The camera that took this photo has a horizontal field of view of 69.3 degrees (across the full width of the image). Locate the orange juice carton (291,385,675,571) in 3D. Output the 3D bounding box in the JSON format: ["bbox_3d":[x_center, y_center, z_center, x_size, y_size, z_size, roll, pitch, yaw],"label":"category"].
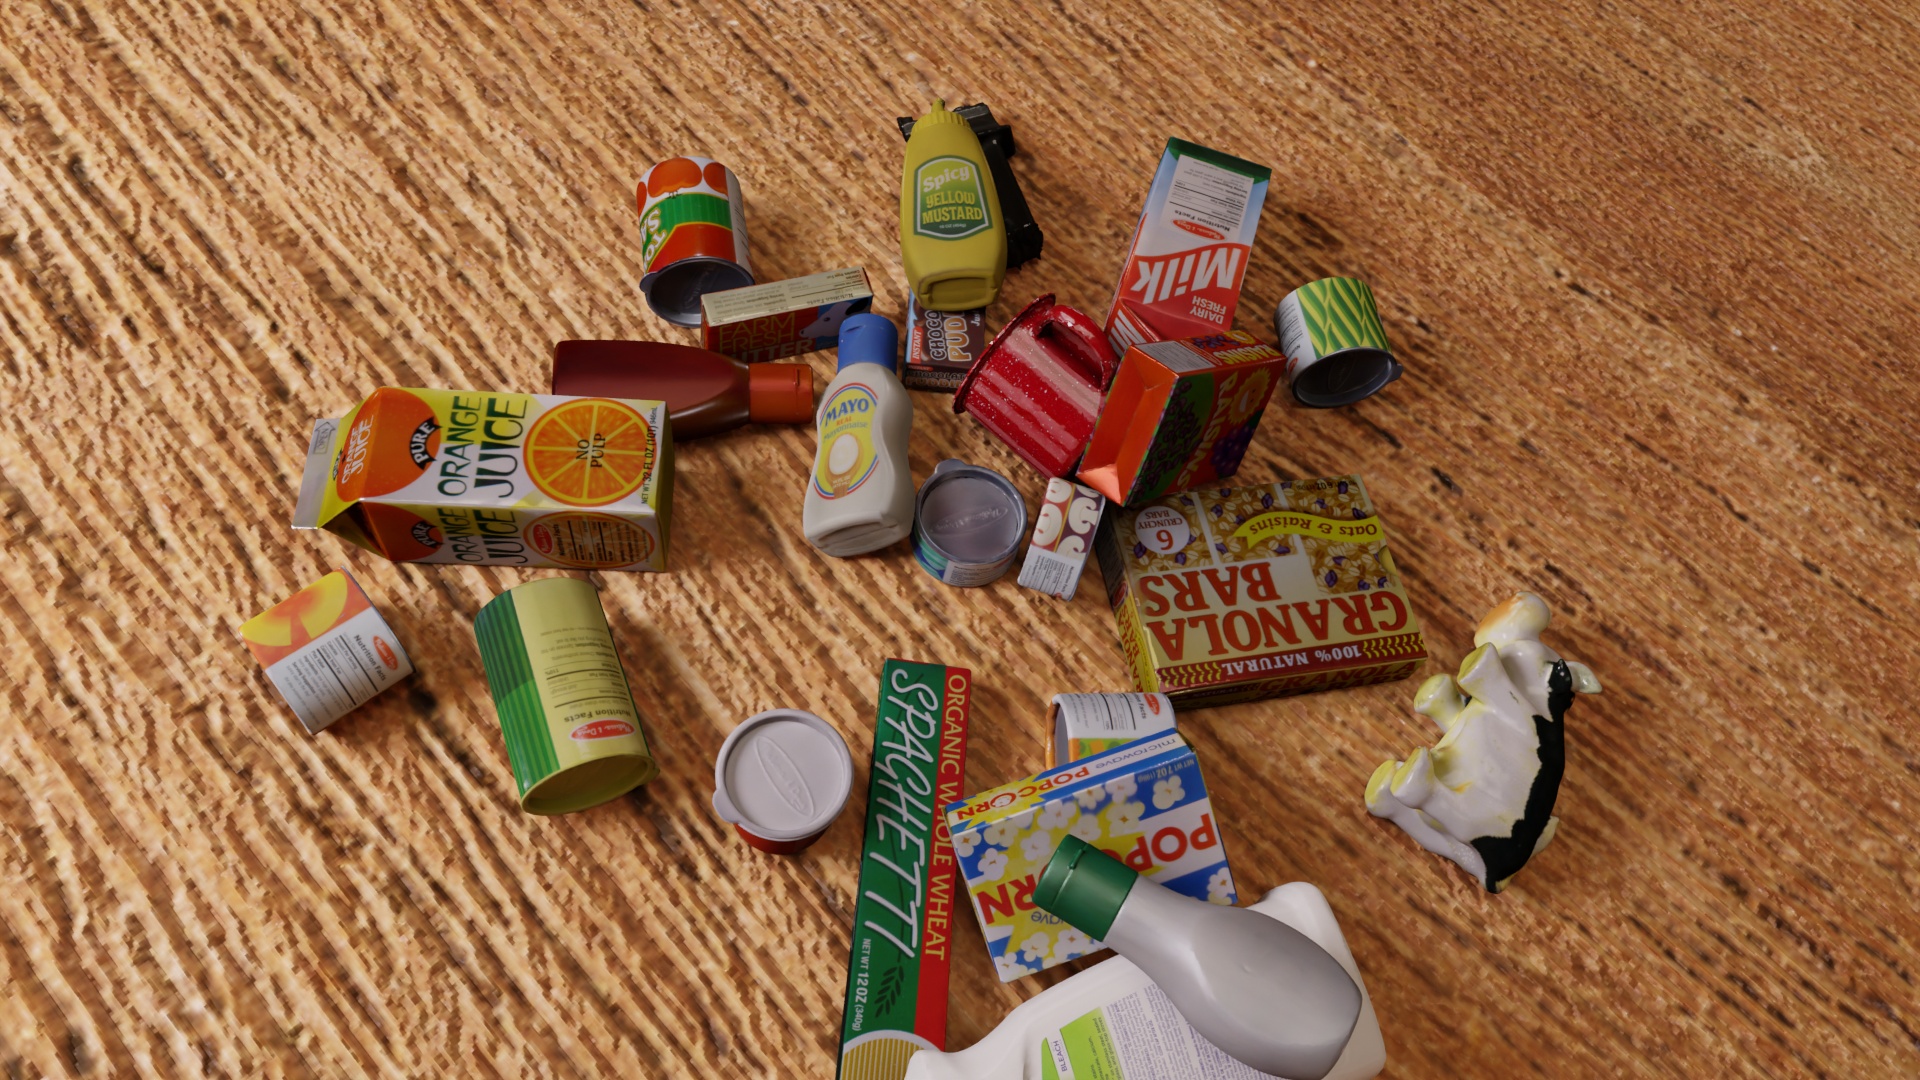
[{"bbox_3d":[-0.256,-0.033,0.755,0.193,0.072,0.072,2,61,-7],"label":"orange juice carton"}]

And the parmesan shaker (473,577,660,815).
[{"bbox_3d":[-0.201,0.079,0.708,0.071,0.071,0.103,-17,65,-17],"label":"parmesan shaker"}]

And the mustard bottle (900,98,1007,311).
[{"bbox_3d":[-0.009,-0.220,0.874,0.065,0.048,0.161,-6,64,-3],"label":"mustard bottle"}]

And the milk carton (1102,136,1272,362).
[{"bbox_3d":[0.139,-0.161,0.892,0.073,0.072,0.191,19,59,1],"label":"milk carton"}]

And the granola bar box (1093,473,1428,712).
[{"bbox_3d":[0.173,0.029,0.810,0.166,0.039,0.124,-7,63,-12],"label":"granola bar box"}]

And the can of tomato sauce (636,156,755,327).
[{"bbox_3d":[-0.166,-0.185,0.857,0.071,0.071,0.083,-6,62,-12],"label":"can of tomato sauce"}]

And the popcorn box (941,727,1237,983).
[{"bbox_3d":[0.064,0.154,0.684,0.127,0.038,0.085,-18,104,-3],"label":"popcorn box"}]

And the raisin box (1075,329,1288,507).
[{"bbox_3d":[0.129,-0.072,0.802,0.040,0.085,0.124,36,32,30],"label":"raisin box"}]

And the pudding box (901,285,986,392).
[{"bbox_3d":[-0.010,-0.135,0.876,0.050,0.030,0.084,6,60,-5],"label":"pudding box"}]

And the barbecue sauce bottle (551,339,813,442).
[{"bbox_3d":[-0.162,-0.087,0.817,0.149,0.043,0.065,-1,61,-10],"label":"barbecue sauce bottle"}]

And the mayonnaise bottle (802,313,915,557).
[{"bbox_3d":[-0.057,-0.065,0.815,0.064,0.041,0.149,-16,56,26],"label":"mayonnaise bottle"}]

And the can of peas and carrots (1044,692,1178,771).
[{"bbox_3d":[0.079,0.116,0.733,0.059,0.070,0.071,1,61,-8],"label":"can of peas and carrots"}]

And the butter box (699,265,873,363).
[{"bbox_3d":[-0.107,-0.135,0.848,0.104,0.053,0.024,-14,68,-16],"label":"butter box"}]

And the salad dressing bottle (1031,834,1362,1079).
[{"bbox_3d":[0.104,0.185,0.628,0.148,0.043,0.064,29,50,12],"label":"salad dressing bottle"}]

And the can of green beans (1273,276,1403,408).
[{"bbox_3d":[0.239,-0.127,0.892,0.071,0.071,0.058,-2,61,-10],"label":"can of green beans"}]

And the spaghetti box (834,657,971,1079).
[{"bbox_3d":[-0.028,0.178,0.701,0.050,0.028,0.251,8,61,-6],"label":"spaghetti box"}]

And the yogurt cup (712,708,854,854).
[{"bbox_3d":[-0.090,0.126,0.705,0.072,0.053,0.073,4,61,-7],"label":"yogurt cup"}]

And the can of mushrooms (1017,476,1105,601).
[{"bbox_3d":[0.058,-0.003,0.794,0.033,0.070,0.071,17,60,2],"label":"can of mushrooms"}]

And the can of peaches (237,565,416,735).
[{"bbox_3d":[-0.320,0.055,0.702,0.058,0.071,0.071,-36,72,-24],"label":"can of peaches"}]

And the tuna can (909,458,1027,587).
[{"bbox_3d":[0.003,-0.010,0.808,0.071,0.032,0.071,4,61,-7],"label":"tuna can"}]
